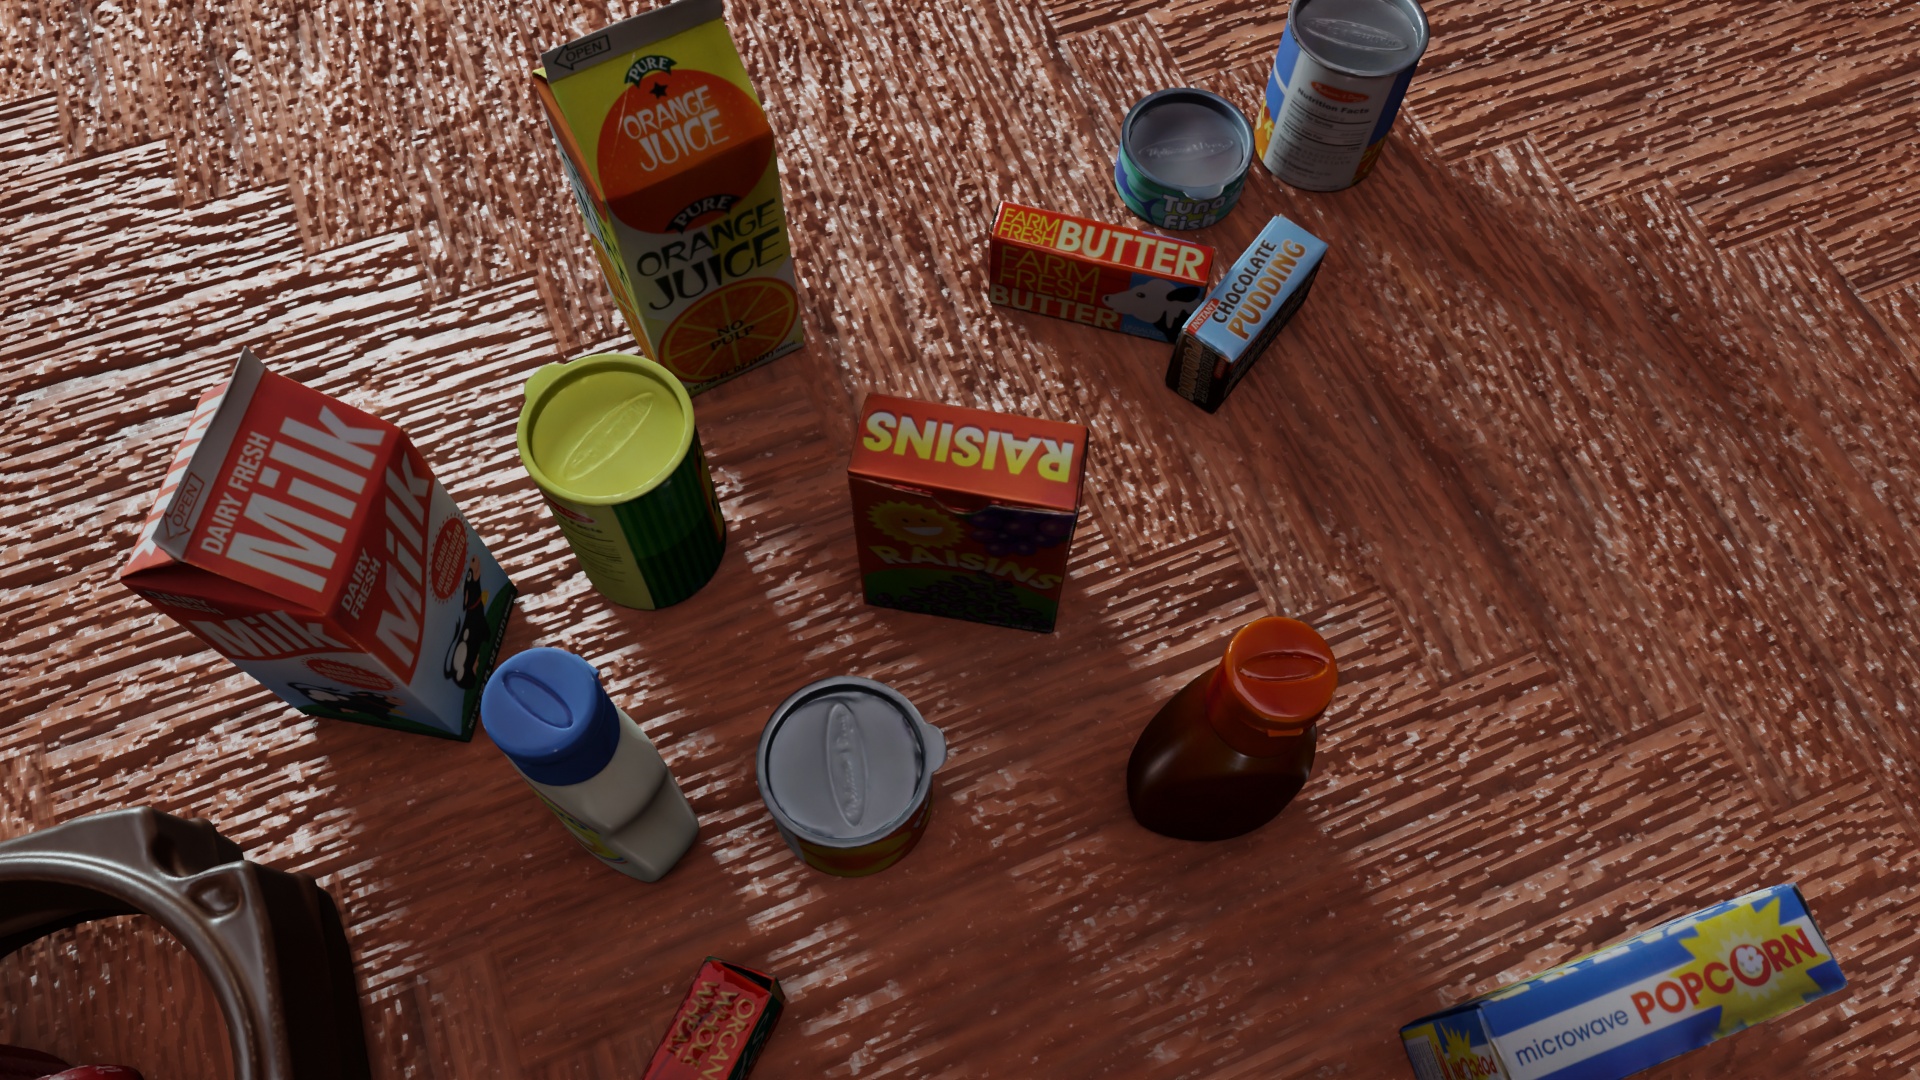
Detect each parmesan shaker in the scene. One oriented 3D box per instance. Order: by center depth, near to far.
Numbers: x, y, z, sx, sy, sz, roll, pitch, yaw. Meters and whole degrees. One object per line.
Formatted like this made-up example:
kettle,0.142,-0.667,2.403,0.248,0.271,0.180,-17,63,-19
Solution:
parmesan shaker,-0.137,-0.023,0.570,0.071,0.102,0.071,1,65,-1

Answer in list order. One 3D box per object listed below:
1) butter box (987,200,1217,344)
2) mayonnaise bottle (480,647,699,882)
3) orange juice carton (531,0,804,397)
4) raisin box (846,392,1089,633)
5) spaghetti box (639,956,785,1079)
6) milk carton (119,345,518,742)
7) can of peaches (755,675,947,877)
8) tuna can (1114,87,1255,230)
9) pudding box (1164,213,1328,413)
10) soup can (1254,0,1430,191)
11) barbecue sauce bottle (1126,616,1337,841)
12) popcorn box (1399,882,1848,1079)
butter box,0.064,-0.124,0.651,0.103,0.053,0.024,14,65,5
mayonnaise bottle,-0.133,0.080,0.495,0.065,0.147,0.041,34,69,14
orange juice carton,-0.119,-0.145,0.579,0.072,0.191,0.073,-27,68,-13
raisin box,0.002,-0.007,0.554,0.086,0.123,0.040,10,65,3
spaghetti box,-0.131,0.260,0.464,0.029,0.050,0.251,24,66,10
milk carton,-0.230,0.009,0.504,0.073,0.189,0.072,9,65,3
can of peaches,-0.041,0.093,0.541,0.071,0.057,0.071,1,65,-1
tuna can,0.112,-0.188,0.694,0.071,0.032,0.071,1,65,-1
pudding box,0.132,-0.105,0.645,0.030,0.049,0.084,35,69,14
soup can,0.186,-0.226,0.686,0.071,0.083,0.071,1,65,-1
barbecue sauce bottle,0.100,0.072,0.505,0.065,0.148,0.044,-2,65,-2
popcorn box,0.232,0.168,0.498,0.127,0.085,0.038,-17,66,-9
